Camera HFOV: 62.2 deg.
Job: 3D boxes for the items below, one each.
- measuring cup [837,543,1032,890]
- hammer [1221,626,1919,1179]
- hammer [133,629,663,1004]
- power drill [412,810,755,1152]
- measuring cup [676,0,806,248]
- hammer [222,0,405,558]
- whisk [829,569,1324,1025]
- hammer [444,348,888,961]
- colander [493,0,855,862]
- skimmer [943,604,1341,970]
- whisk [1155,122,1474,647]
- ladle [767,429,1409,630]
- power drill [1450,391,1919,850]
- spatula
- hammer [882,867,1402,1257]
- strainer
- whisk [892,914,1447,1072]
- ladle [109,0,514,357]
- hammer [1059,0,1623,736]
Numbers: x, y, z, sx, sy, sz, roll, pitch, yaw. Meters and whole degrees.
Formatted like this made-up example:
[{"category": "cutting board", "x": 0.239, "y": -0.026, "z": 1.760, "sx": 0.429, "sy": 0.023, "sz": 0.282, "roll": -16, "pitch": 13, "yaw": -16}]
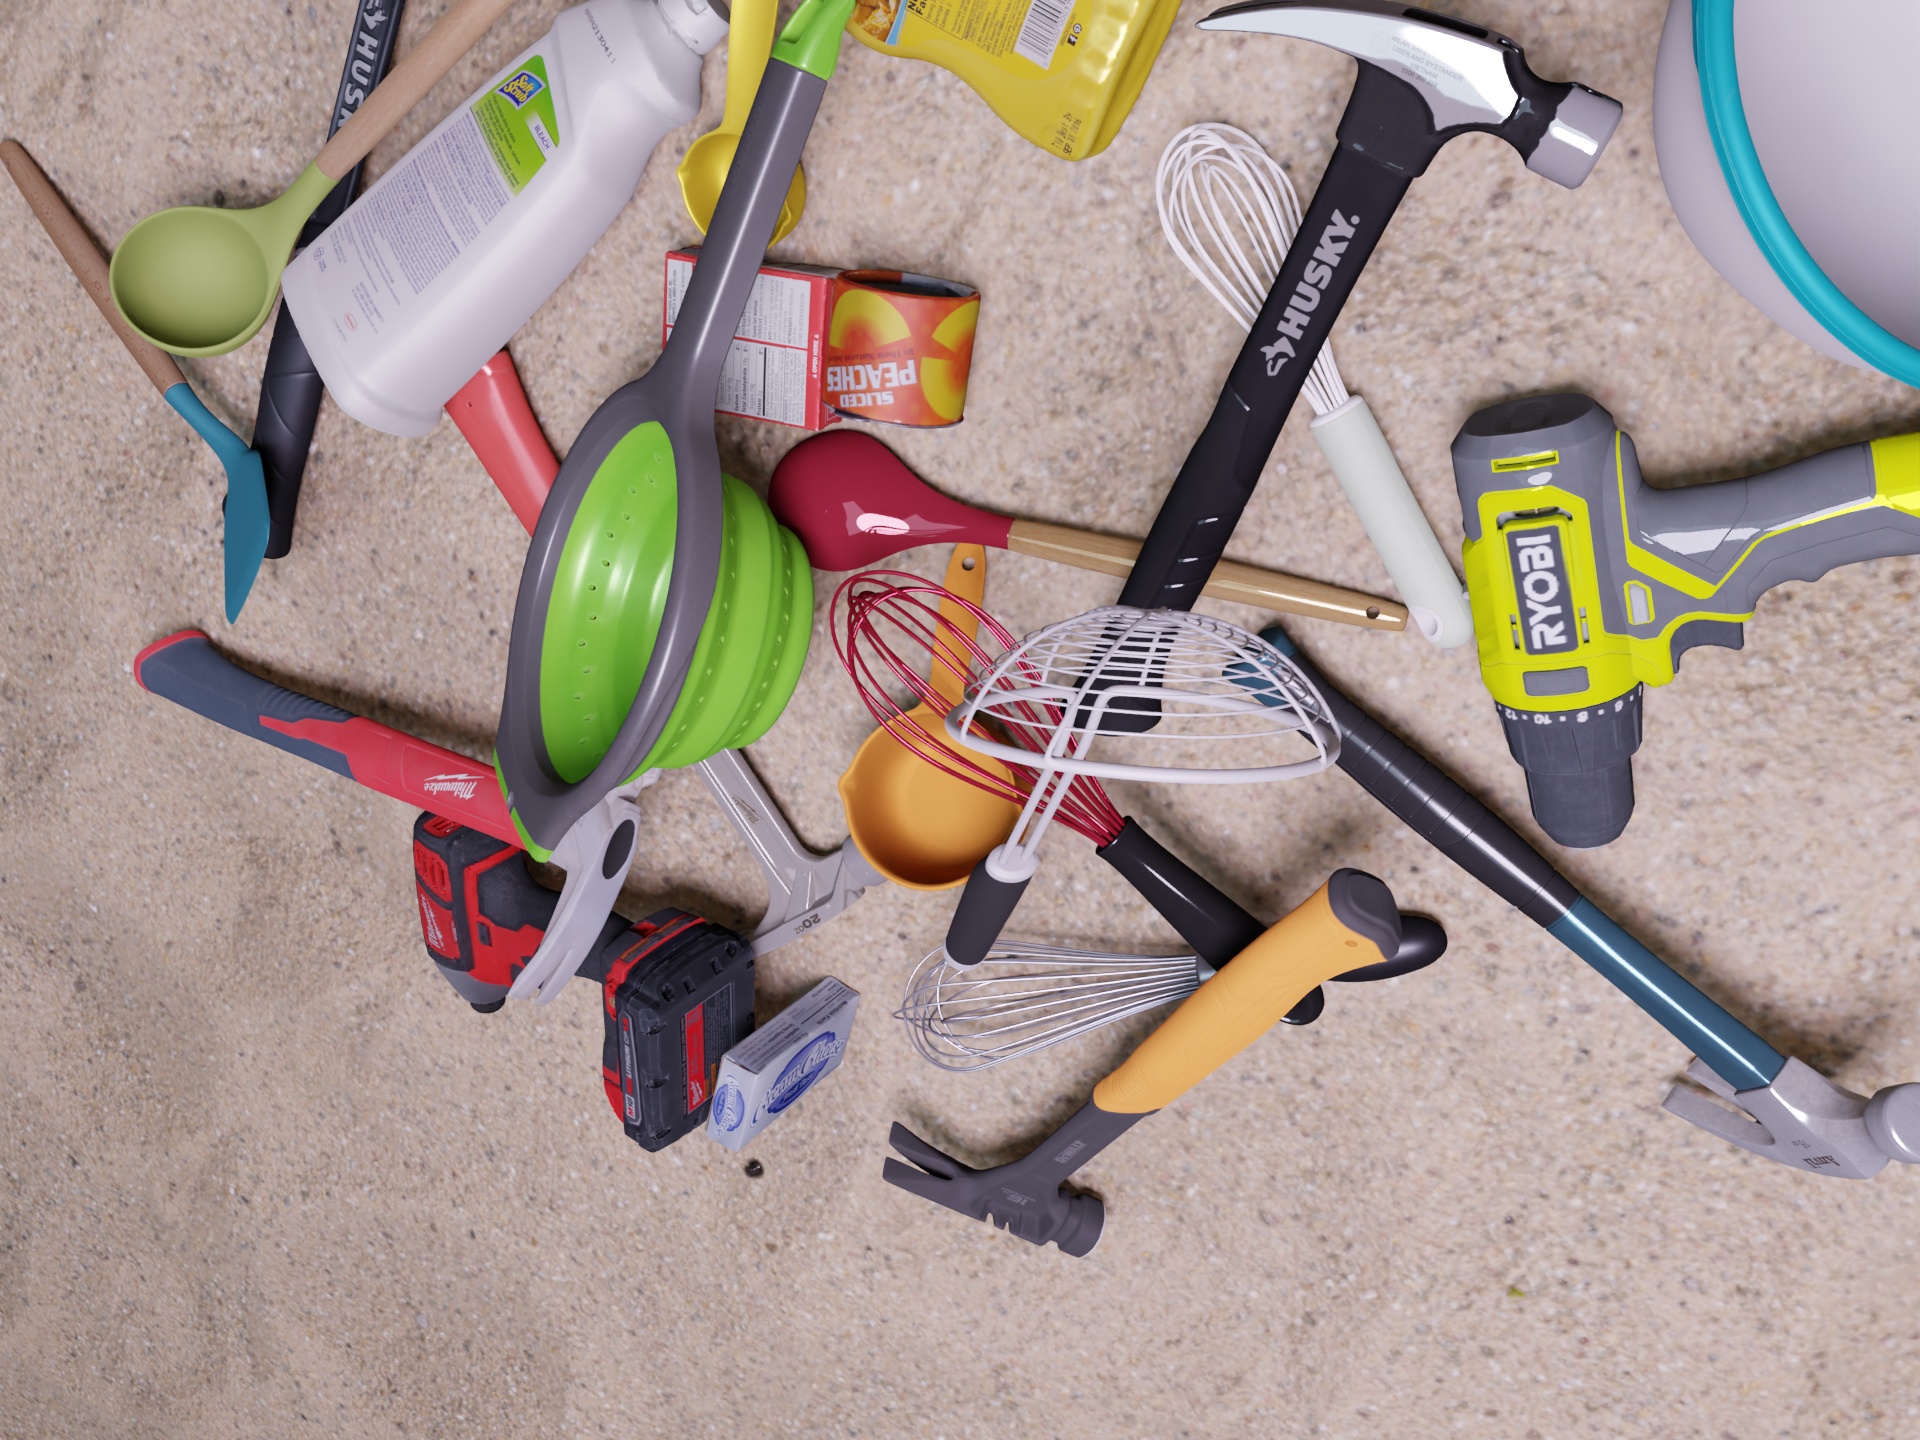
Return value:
[{"category": "measuring cup", "x": -0.001, "y": -0.003, "z": 0.788, "sx": 0.095, "sy": 0.052, "sz": 0.173, "roll": 9, "pitch": 88, "yaw": 18}, {"category": "hammer", "x": 0.247, "y": 0.072, "z": 0.682, "sx": 0.331, "sy": 0.128, "sz": 0.033, "roll": 41, "pitch": 76, "yaw": 13}, {"category": "hammer", "x": -0.342, "y": 0.031, "z": 0.894, "sx": 0.386, "sy": 0.038, "sz": 0.143, "roll": 17, "pitch": 80, "yaw": 28}, {"category": "power drill", "x": -0.221, "y": 0.141, "z": 0.897, "sx": 0.220, "sy": 0.078, "sz": 0.143, "roll": 24, "pitch": 126, "yaw": 29}, {"category": "measuring cup", "x": -0.088, "y": -0.284, "z": 0.704, "sx": 0.062, "sy": 0.029, "sz": 0.156, "roll": 25, "pitch": 129, "yaw": 13}, {"category": "hammer", "x": -0.324, "y": -0.260, "z": 0.829, "sx": 0.149, "sy": 0.036, "sz": 0.408, "roll": 32, "pitch": 119, "yaw": 8}, {"category": "whisk", "x": 0.055, "y": 0.039, "z": 0.721, "sx": 0.296, "sy": 0.073, "sz": 0.073, "roll": 42, "pitch": 120, "yaw": -6}, {"category": "hammer", "x": -0.178, "y": -0.037, "z": 0.851, "sx": 0.149, "sy": 0.037, "sz": 0.359, "roll": -30, "pitch": 96, "yaw": 29}, {"category": "colander", "x": -0.100, "y": -0.119, "z": 0.720, "sx": 0.205, "sy": 0.094, "sz": 0.397, "roll": 47, "pitch": 118, "yaw": 52}, {"category": "skimmer", "x": 0.035, "y": 0.060, "z": 0.631, "sx": 0.127, "sy": 0.090, "sz": 0.363, "roll": 0, "pitch": 153, "yaw": -12}, {"category": "whisk", "x": 0.154, "y": -0.137, "z": 0.667, "sx": 0.246, "sy": 0.059, "sz": 0.058, "roll": 59, "pitch": 163, "yaw": -10}, {"category": "ladle", "x": 0.049, "y": -0.080, "z": 0.741, "sx": 0.315, "sy": 0.031, "sz": 0.069, "roll": 14, "pitch": 97, "yaw": 15}, {"category": "power drill", "x": 0.316, "y": -0.041, "z": 0.614, "sx": 0.228, "sy": 0.080, "sz": 0.190, "roll": -5, "pitch": 114, "yaw": 27}, {"category": "spatula", "x": -0.456, "y": -0.201, "z": 0.878, "sx": 0.317, "sy": 0.044, "sz": 0.082, "roll": 53, "pitch": 131, "yaw": 9}, {"category": "hammer", "x": 0.085, "y": 0.164, "z": 0.752, "sx": 0.127, "sy": 0.034, "sz": 0.336, "roll": 25, "pitch": 135, "yaw": -12}, {"category": "strainer", "x": 0.249, "y": -0.222, "z": 0.510, "sx": 0.340, "sy": 0.095, "sz": 0.211, "roll": 20, "pitch": 85, "yaw": -10}, {"category": "whisk", "x": 0.096, "y": 0.129, "z": 0.788, "sx": 0.284, "sy": 0.070, "sz": 0.070, "roll": -13, "pitch": 104, "yaw": 22}, {"category": "ladle", "x": -0.295, "y": -0.281, "z": 0.758, "sx": 0.320, "sy": 0.062, "sz": 0.078, "roll": -31, "pitch": 90, "yaw": 27}, {"category": "hammer", "x": 0.110, "y": -0.122, "z": 0.648, "sx": 0.146, "sy": 0.035, "sz": 0.334, "roll": 28, "pitch": 128, "yaw": 7}]
